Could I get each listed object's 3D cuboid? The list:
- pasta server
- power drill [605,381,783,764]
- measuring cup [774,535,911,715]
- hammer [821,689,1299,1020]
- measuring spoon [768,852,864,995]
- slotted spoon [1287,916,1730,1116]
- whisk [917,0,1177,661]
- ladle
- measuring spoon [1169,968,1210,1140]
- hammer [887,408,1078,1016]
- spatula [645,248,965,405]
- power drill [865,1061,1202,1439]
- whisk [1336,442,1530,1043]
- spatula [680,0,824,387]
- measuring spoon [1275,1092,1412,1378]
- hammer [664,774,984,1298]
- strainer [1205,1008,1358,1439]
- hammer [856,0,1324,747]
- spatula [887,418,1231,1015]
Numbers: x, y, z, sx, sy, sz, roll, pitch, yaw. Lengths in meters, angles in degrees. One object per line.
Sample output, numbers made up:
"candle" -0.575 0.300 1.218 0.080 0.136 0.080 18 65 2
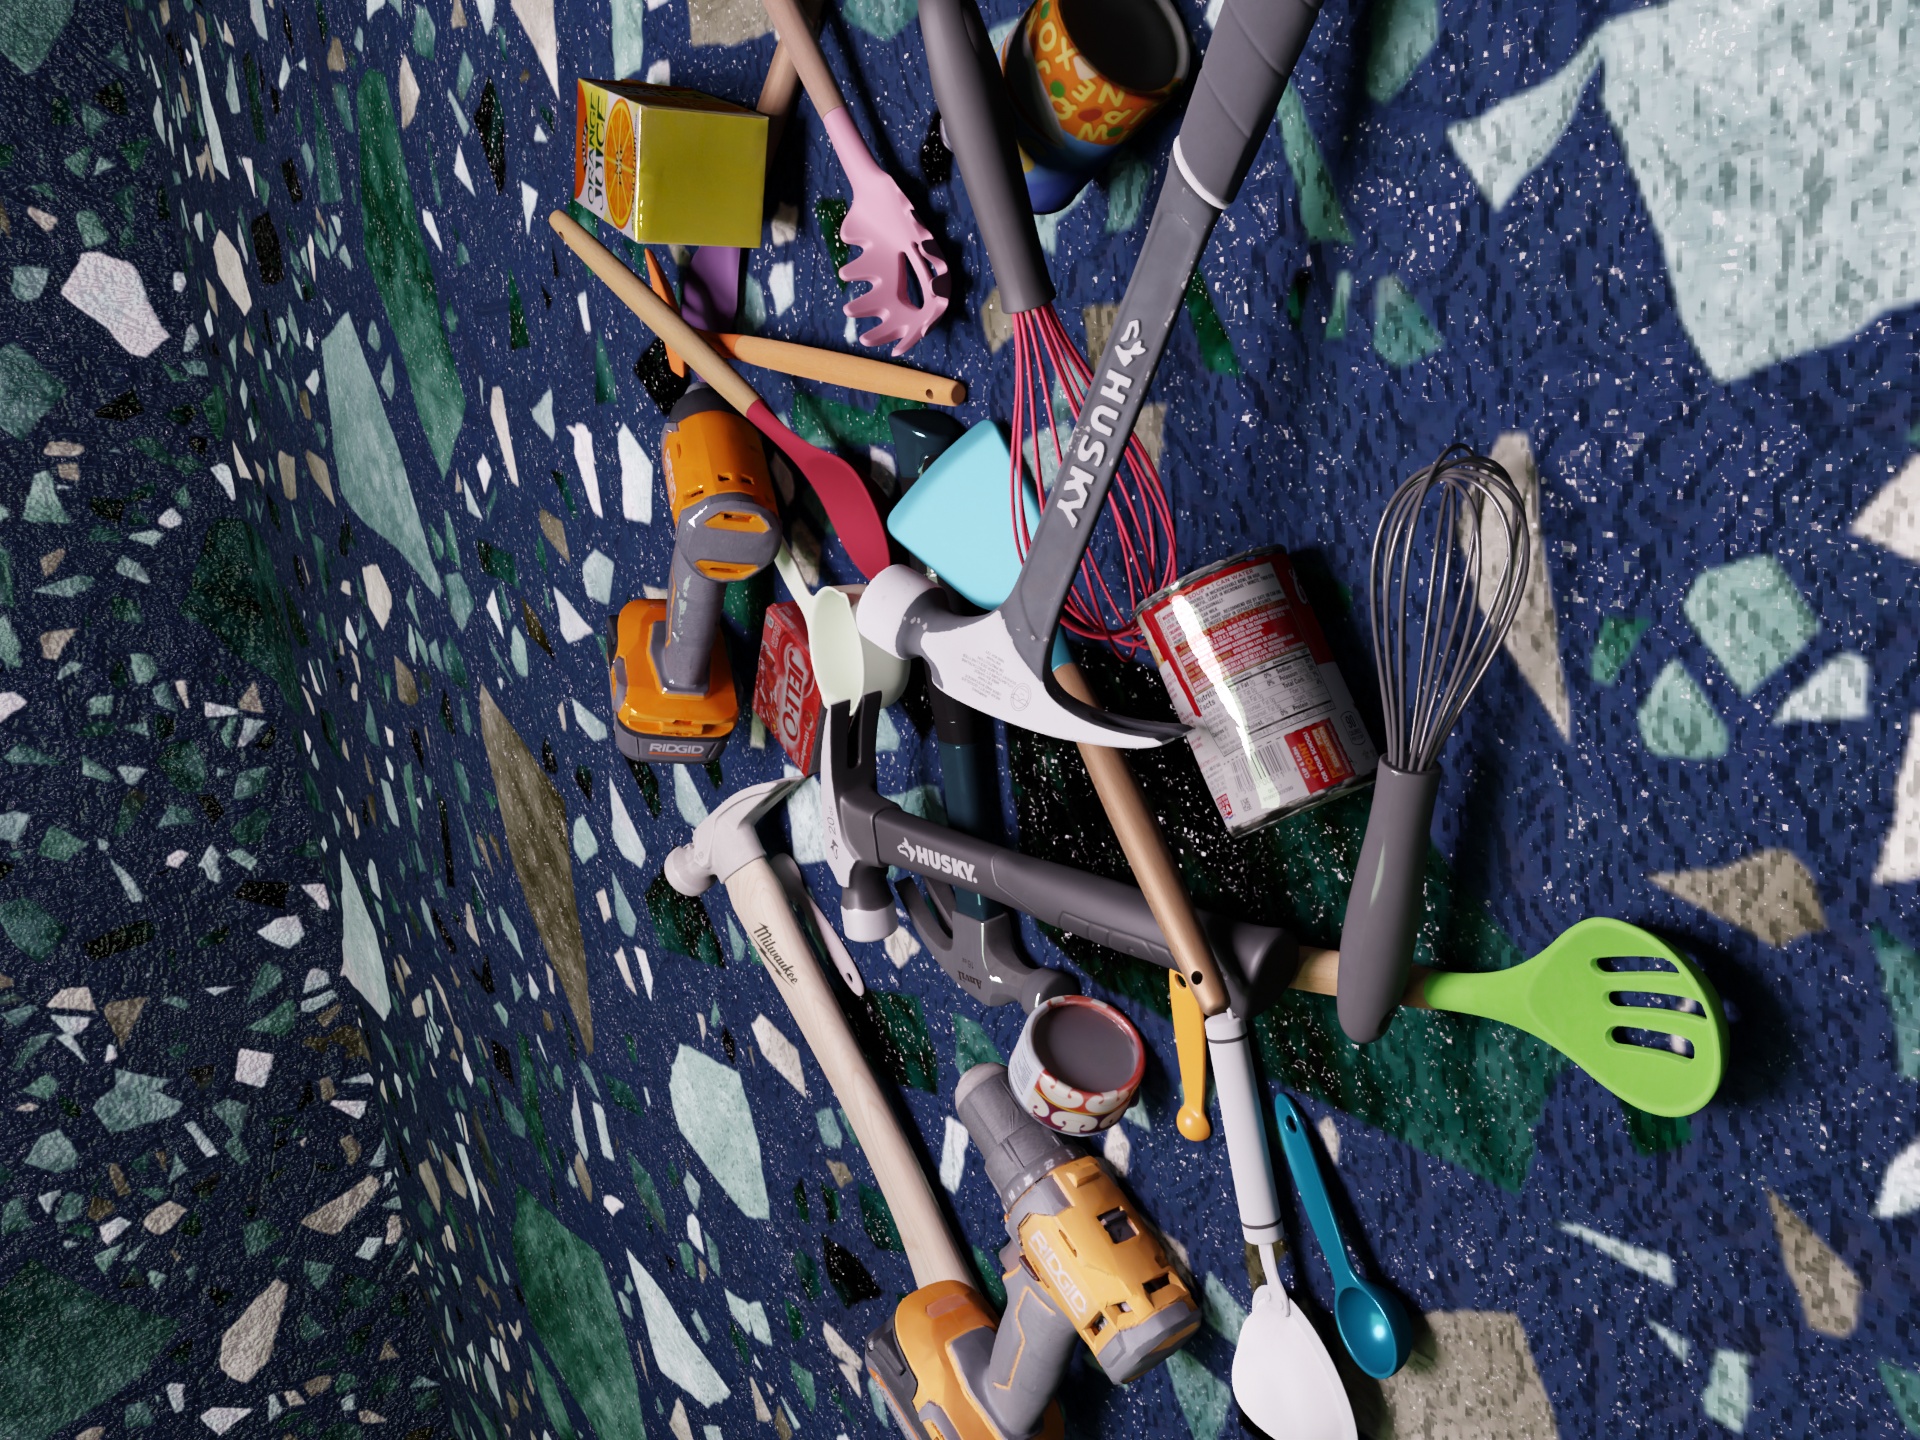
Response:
"pasta server" -0.080 -0.333 0.809 0.060 0.040 0.316 -28 86 40
"power drill" -0.175 -0.100 1.034 0.164 0.084 0.226 -107 29 -42
"measuring cup" -0.075 -0.071 0.952 0.168 0.038 0.083 58 146 41
"hammer" 0.032 0.076 0.793 0.335 0.035 0.146 13 115 51
"measuring spoon" -0.103 0.143 1.099 0.124 0.018 0.034 52 142 29
"slotted spoon" 0.175 0.105 0.652 0.314 0.031 0.070 -3 100 59
"whisk" 0.034 -0.155 0.662 0.073 0.073 0.295 20 135 52
"ladle" -0.137 -0.197 0.925 0.315 0.031 0.069 45 153 14
"measuring spoon" 0.109 0.161 0.775 0.021 0.011 0.116 29 137 47
"hammer" -0.001 -0.003 0.867 0.128 0.033 0.331 13 114 53
"spatula" -0.104 -0.217 0.925 0.323 0.041 0.081 23 132 43
"power drill" 0.024 0.324 0.914 0.186 0.084 0.226 52 131 30
"whisk" 0.167 0.016 0.589 0.055 0.055 0.238 30 124 47
"spatula" -0.124 -0.315 0.929 0.060 0.018 0.315 60 146 17
"measuring spoon" 0.175 0.230 0.723 0.042 0.021 0.129 126 131 -58
"hammer" -0.067 0.236 1.057 0.146 0.038 0.411 -39 74 39
"strainer" 0.143 0.249 0.755 0.087 0.050 0.258 177 82 -72
"hammer" 0.083 -0.175 0.571 0.149 0.036 0.408 33 117 24
"spatula" 0.049 -0.004 0.733 0.082 0.044 0.318 -42 51 26
